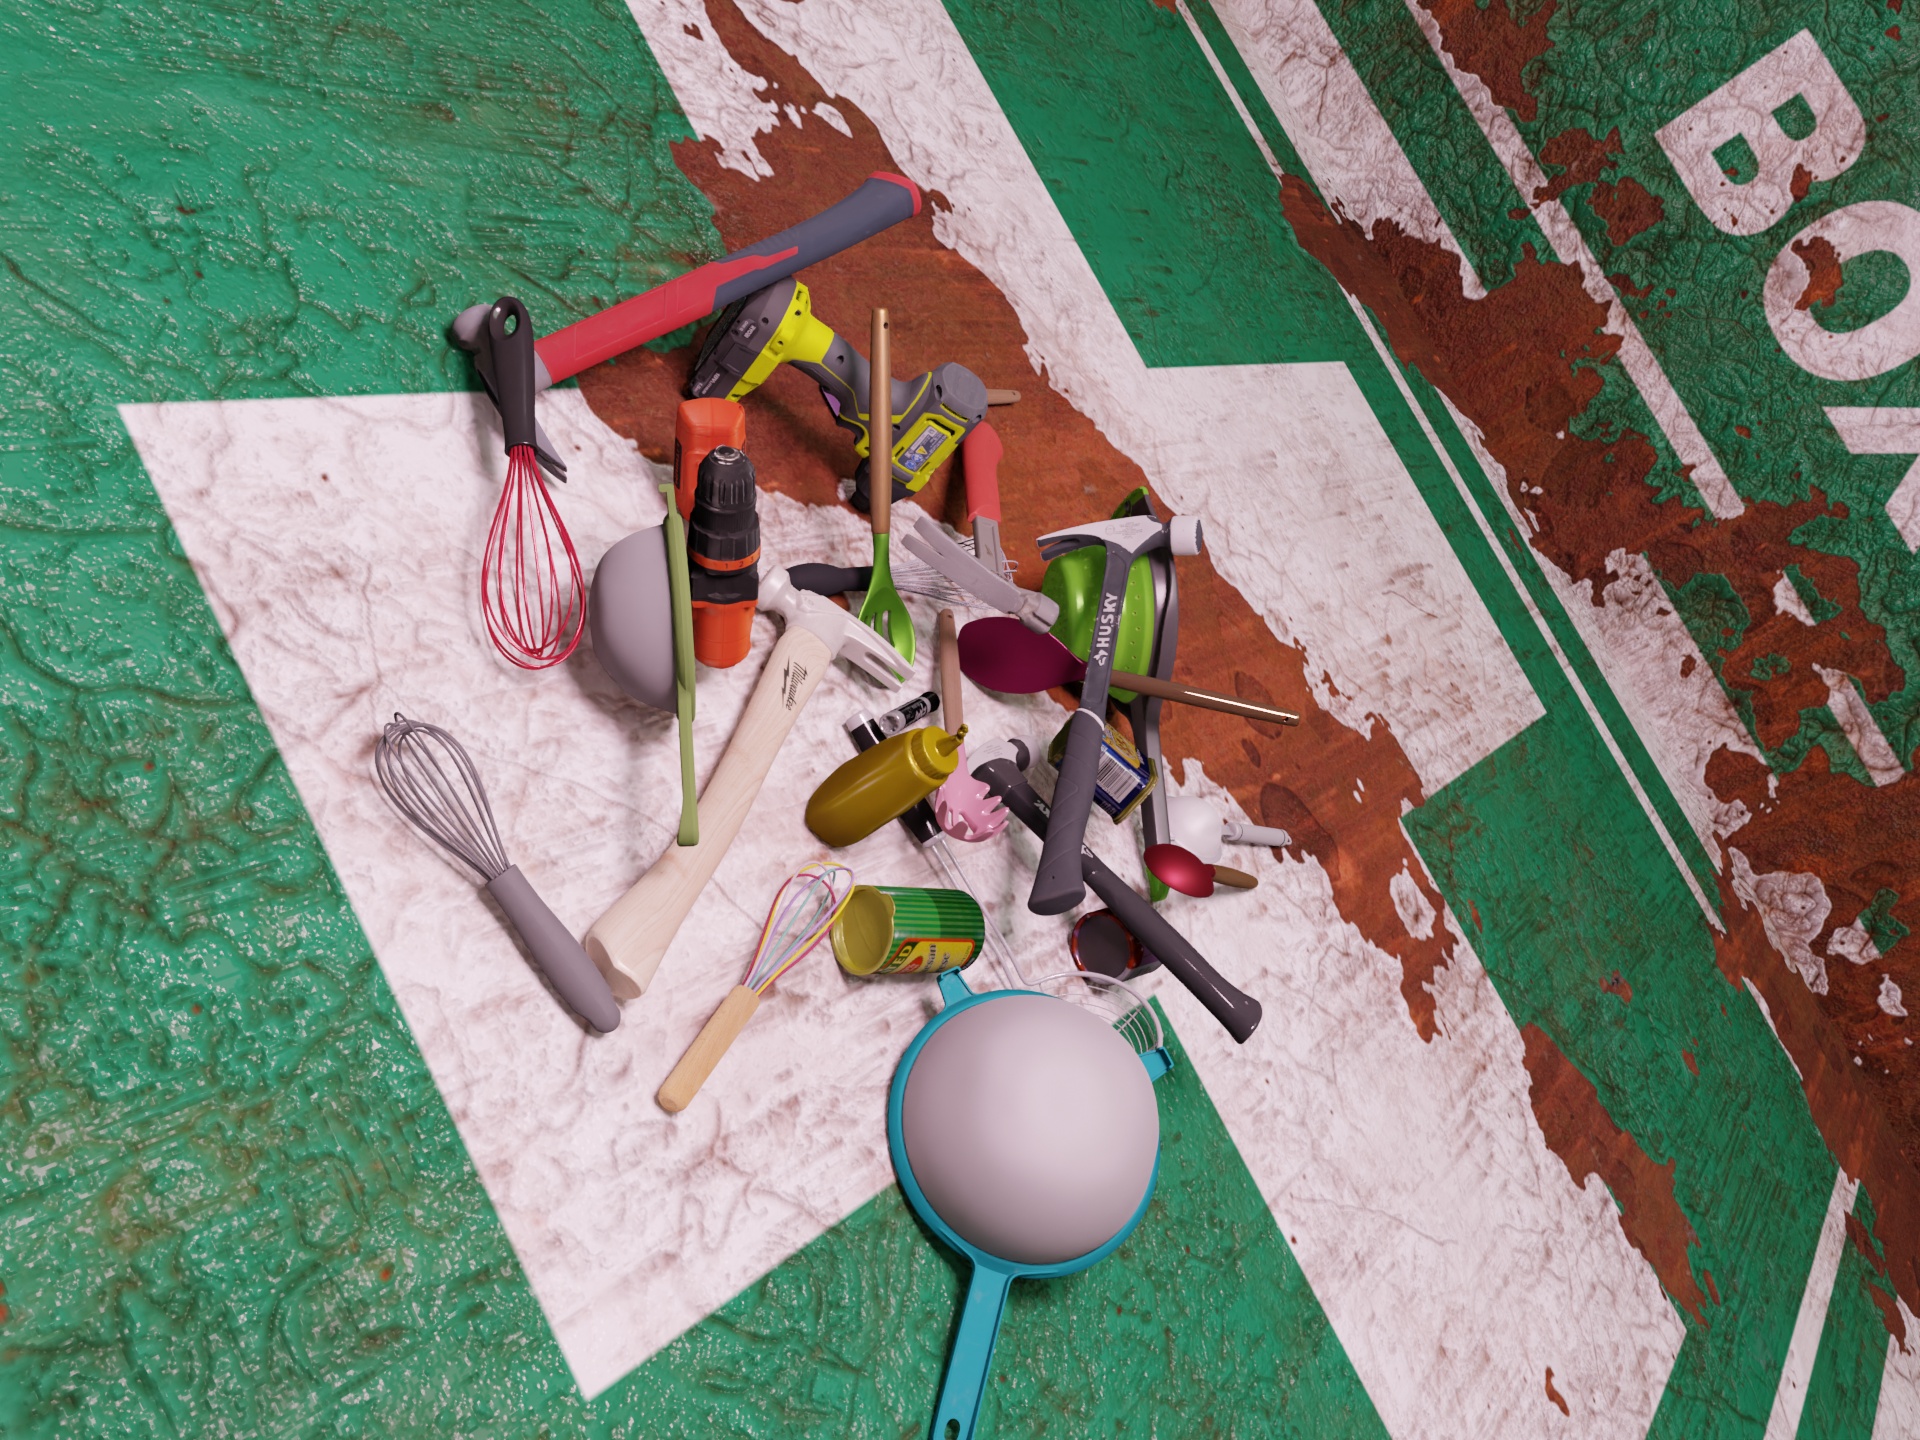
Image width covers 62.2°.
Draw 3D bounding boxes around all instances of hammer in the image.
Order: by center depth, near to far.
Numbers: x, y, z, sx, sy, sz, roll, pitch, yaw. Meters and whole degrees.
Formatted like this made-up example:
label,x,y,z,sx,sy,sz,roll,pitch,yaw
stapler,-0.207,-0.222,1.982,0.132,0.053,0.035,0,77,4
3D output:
label,x,y,z,sx,sy,sz,roll,pitch,yaw
hammer,-0.154,0.045,1.163,0.146,0.038,0.411,35,42,-11
hammer,-0.187,-0.326,1.243,0.386,0.038,0.143,-31,85,-20
hammer,0.123,0.142,1.338,0.335,0.035,0.146,45,30,17
hammer,0.108,-0.018,1.359,0.036,0.149,0.409,67,30,-51
hammer,0.013,-0.205,1.473,0.149,0.036,0.359,33,25,-19

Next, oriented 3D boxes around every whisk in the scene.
label,x,y,z,sx,sy,sz,roll,pitch,yaw
whisk,-0.282,0.096,0.983,0.239,0.055,0.055,56,36,-8
whisk,-0.141,0.176,1.099,0.047,0.051,0.245,33,42,2
whisk,-0.307,-0.172,1.116,0.073,0.073,0.296,11,62,-45
whisk,-0.050,-0.126,1.415,0.284,0.070,0.070,-8,70,-46

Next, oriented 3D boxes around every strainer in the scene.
label,x,y,z,sx,sy,sz,roll,pitch,yaw
strainer,-0.218,-0.026,1.091,0.069,0.151,0.257,-3,57,-11
strainer,0.044,0.331,1.098,0.211,0.095,0.341,22,56,-7
strainer,0.276,0.111,1.631,0.258,0.050,0.087,11,41,-49

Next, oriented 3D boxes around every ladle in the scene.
label,x,y,z,sx,sy,sz,roll,pitch,yaw
ladle,0.240,0.146,1.499,0.069,0.031,0.315,41,9,23

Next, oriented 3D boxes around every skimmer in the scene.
label,x,y,z,sx,sy,sz,roll,pitch,yaw
skimmer,0.026,0.138,1.270,0.127,0.090,0.363,-30,87,-35

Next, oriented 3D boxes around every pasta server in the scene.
label,x,y,z,sx,sy,sz,roll,pitch,yaw
pasta server,-0.002,-0.004,1.344,0.060,0.040,0.317,19,35,-18

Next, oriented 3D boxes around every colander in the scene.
label,x,y,z,sx,sy,sz,roll,pitch,yaw
colander,0.140,-0.024,1.523,0.094,0.204,0.397,-2,78,-13

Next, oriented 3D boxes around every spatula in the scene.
label,x,y,z,sx,sy,sz,roll,pitch,yaw
spatula,-0.032,-0.330,1.618,0.316,0.018,0.060,-15,75,-52

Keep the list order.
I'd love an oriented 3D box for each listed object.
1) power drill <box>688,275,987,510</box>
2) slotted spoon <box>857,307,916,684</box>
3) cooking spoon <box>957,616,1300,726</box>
label,x,y,z,sx,sy,sz,roll,pitch,yaw
power drill,-0.112,-0.278,1.374,0.223,0.171,0.080,29,45,-22
slotted spoon,-0.066,-0.183,1.329,0.070,0.031,0.313,-17,113,-46
cooking spoon,0.152,-0.035,1.447,0.319,0.068,0.017,13,8,3
